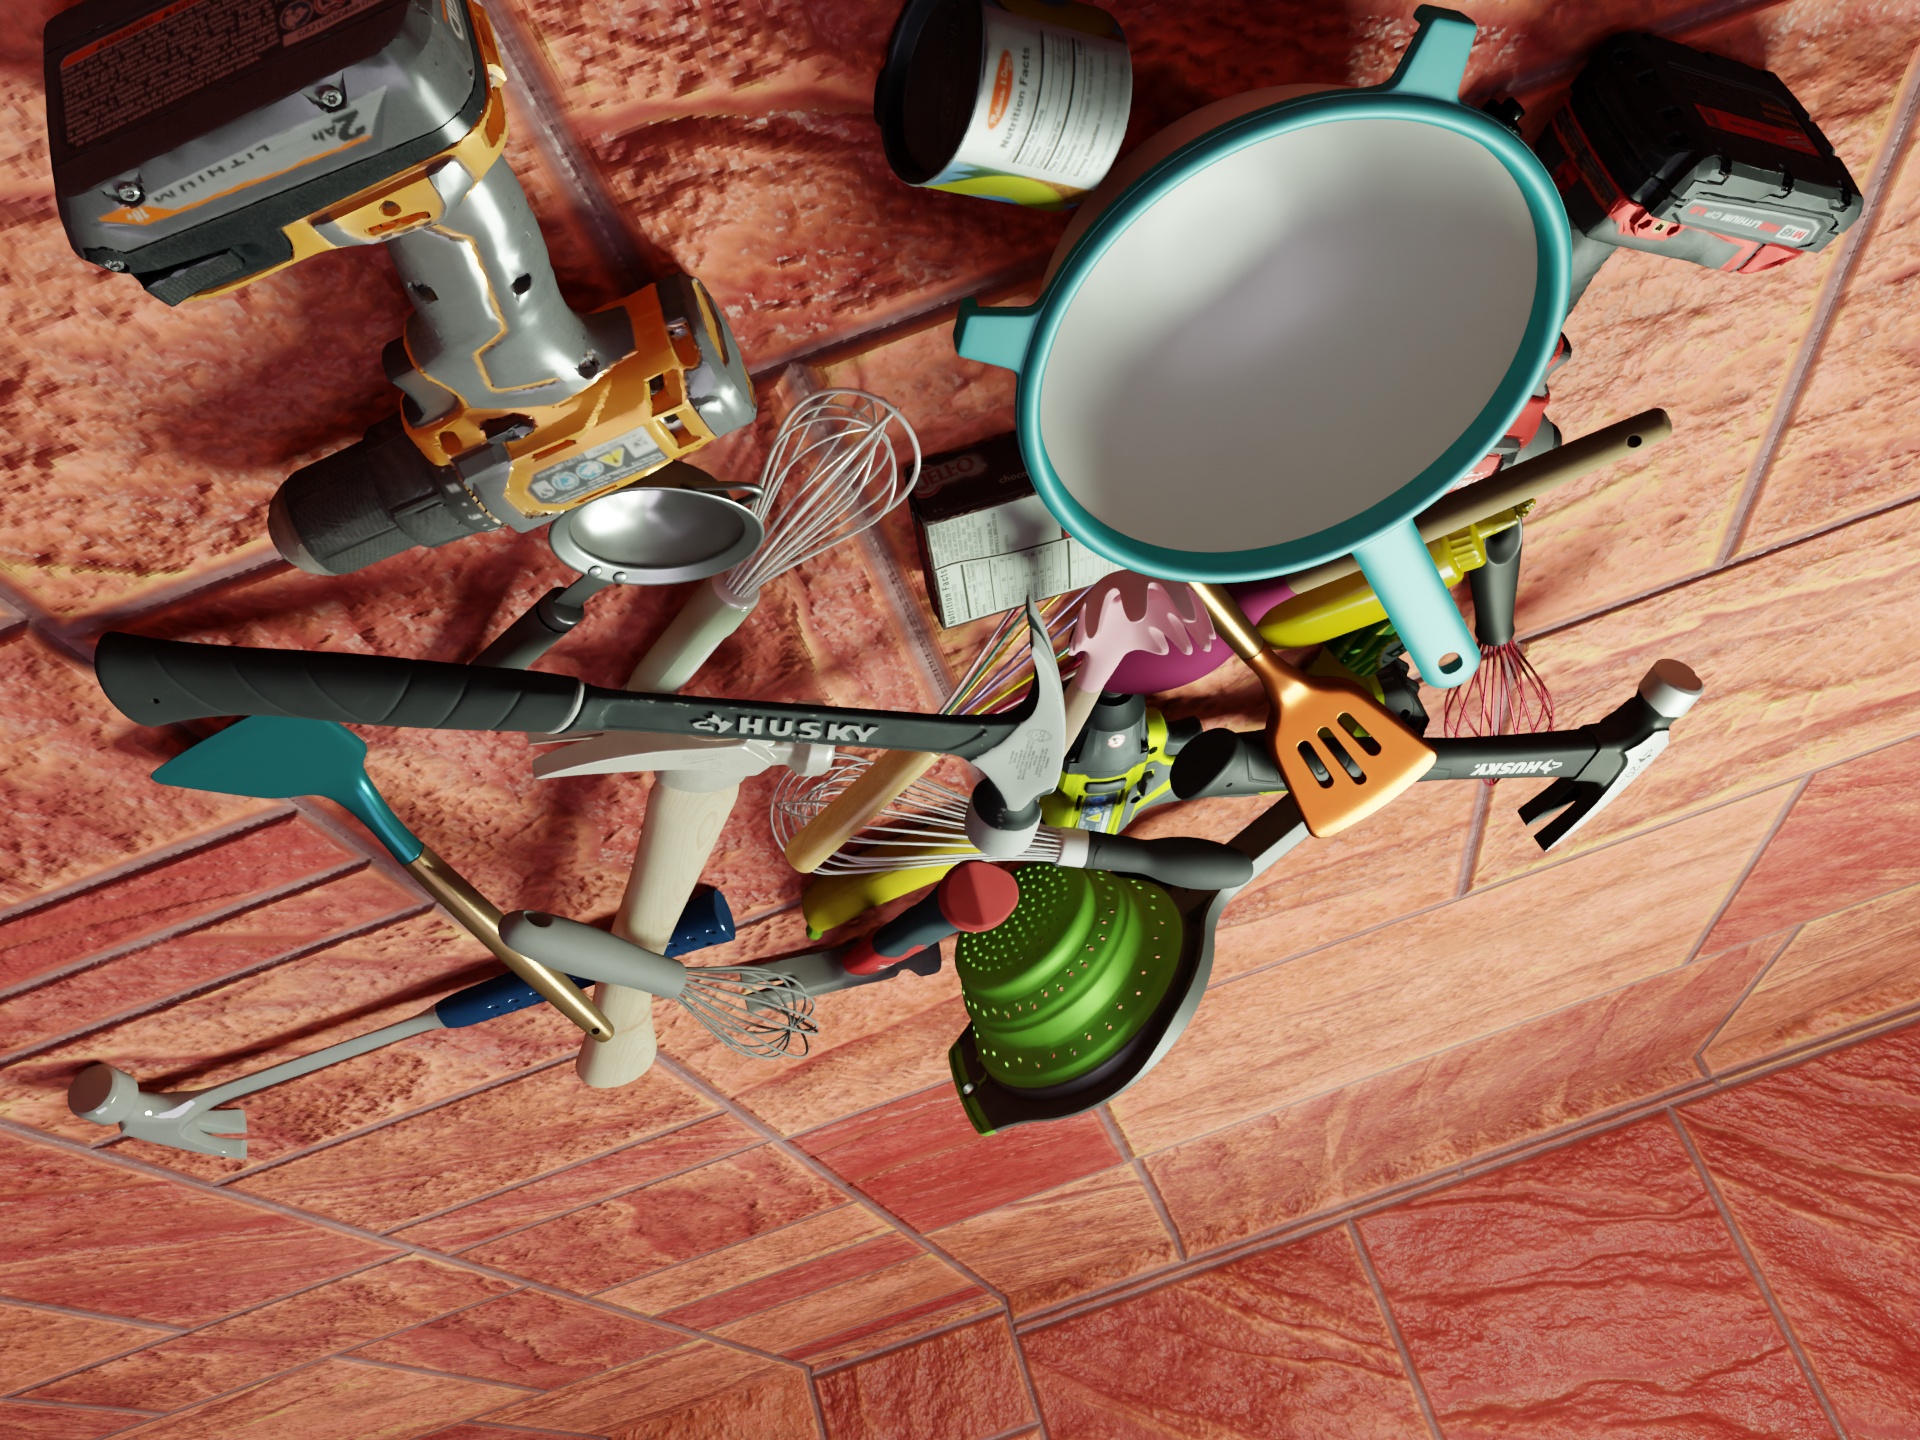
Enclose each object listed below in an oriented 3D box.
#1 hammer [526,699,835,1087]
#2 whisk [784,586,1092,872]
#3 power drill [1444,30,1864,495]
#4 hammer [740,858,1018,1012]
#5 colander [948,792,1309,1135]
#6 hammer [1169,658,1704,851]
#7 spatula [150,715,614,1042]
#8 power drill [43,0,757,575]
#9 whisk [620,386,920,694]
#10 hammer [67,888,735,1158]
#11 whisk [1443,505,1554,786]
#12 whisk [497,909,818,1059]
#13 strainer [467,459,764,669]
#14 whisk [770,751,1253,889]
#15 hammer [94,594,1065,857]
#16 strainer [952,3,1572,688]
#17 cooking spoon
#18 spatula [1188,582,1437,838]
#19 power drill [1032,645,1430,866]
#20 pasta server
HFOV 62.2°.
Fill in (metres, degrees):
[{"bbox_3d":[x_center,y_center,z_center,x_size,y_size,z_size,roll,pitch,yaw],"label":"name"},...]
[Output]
[{"bbox_3d":[-0.190,0.118,0.911,0.146,0.038,0.410,-3,146,-23],"label":"hammer"},{"bbox_3d":[-0.001,-0.002,0.825,0.245,0.047,0.051,-42,152,13],"label":"whisk"},{"bbox_3d":[0.264,-0.179,0.699,0.143,0.079,0.219,0,149,-29],"label":"power drill"},{"bbox_3d":[-0.050,0.136,0.970,0.143,0.038,0.386,-11,169,-14],"label":"hammer"},{"bbox_3d":[0.126,0.110,1.082,0.397,0.205,0.094,-40,116,5],"label":"colander"},{"bbox_3d":[0.270,0.026,0.930,0.334,0.035,0.146,-2,138,-25],"label":"hammer"},{"bbox_3d":[-0.272,0.092,0.829,0.082,0.044,0.317,-27,131,7],"label":"spatula"},{"bbox_3d":[-0.188,-0.130,0.514,0.185,0.084,0.226,-22,156,6],"label":"power drill"},{"bbox_3d":[-0.096,-0.064,0.714,0.059,0.058,0.246,36,134,-13],"label":"whisk"},{"bbox_3d":[-0.339,0.193,1.021,0.405,0.035,0.144,-19,151,1],"label":"hammer"},{"bbox_3d":[0.332,-0.045,0.987,0.073,0.073,0.295,-22,144,5],"label":"whisk"},{"bbox_3d":[-0.163,0.148,0.895,0.055,0.055,0.238,-32,142,23],"label":"whisk"},{"bbox_3d":[-0.170,-0.054,0.688,0.086,0.050,0.258,13,145,-43],"label":"strainer"},{"bbox_3d":[0.032,0.069,0.915,0.284,0.070,0.070,9,145,-8],"label":"whisk"},{"bbox_3d":[-0.151,-0.007,0.688,0.409,0.036,0.149,4,139,-10],"label":"hammer"},{"bbox_3d":[0.145,-0.129,0.657,0.211,0.095,0.340,-30,139,15],"label":"strainer"},{"bbox_3d":[0.181,-0.077,0.764,0.319,0.017,0.068,-23,114,38],"label":"cooking spoon"},{"bbox_3d":[0.133,-0.042,0.763,0.081,0.041,0.322,-37,135,14],"label":"spatula"},{"bbox_3d":[0.156,0.011,0.958,0.223,0.080,0.171,-8,145,-13],"label":"power drill"},{"bbox_3d":[0.060,-0.004,0.804,0.060,0.040,0.316,0,160,-9],"label":"pasta server"}]
